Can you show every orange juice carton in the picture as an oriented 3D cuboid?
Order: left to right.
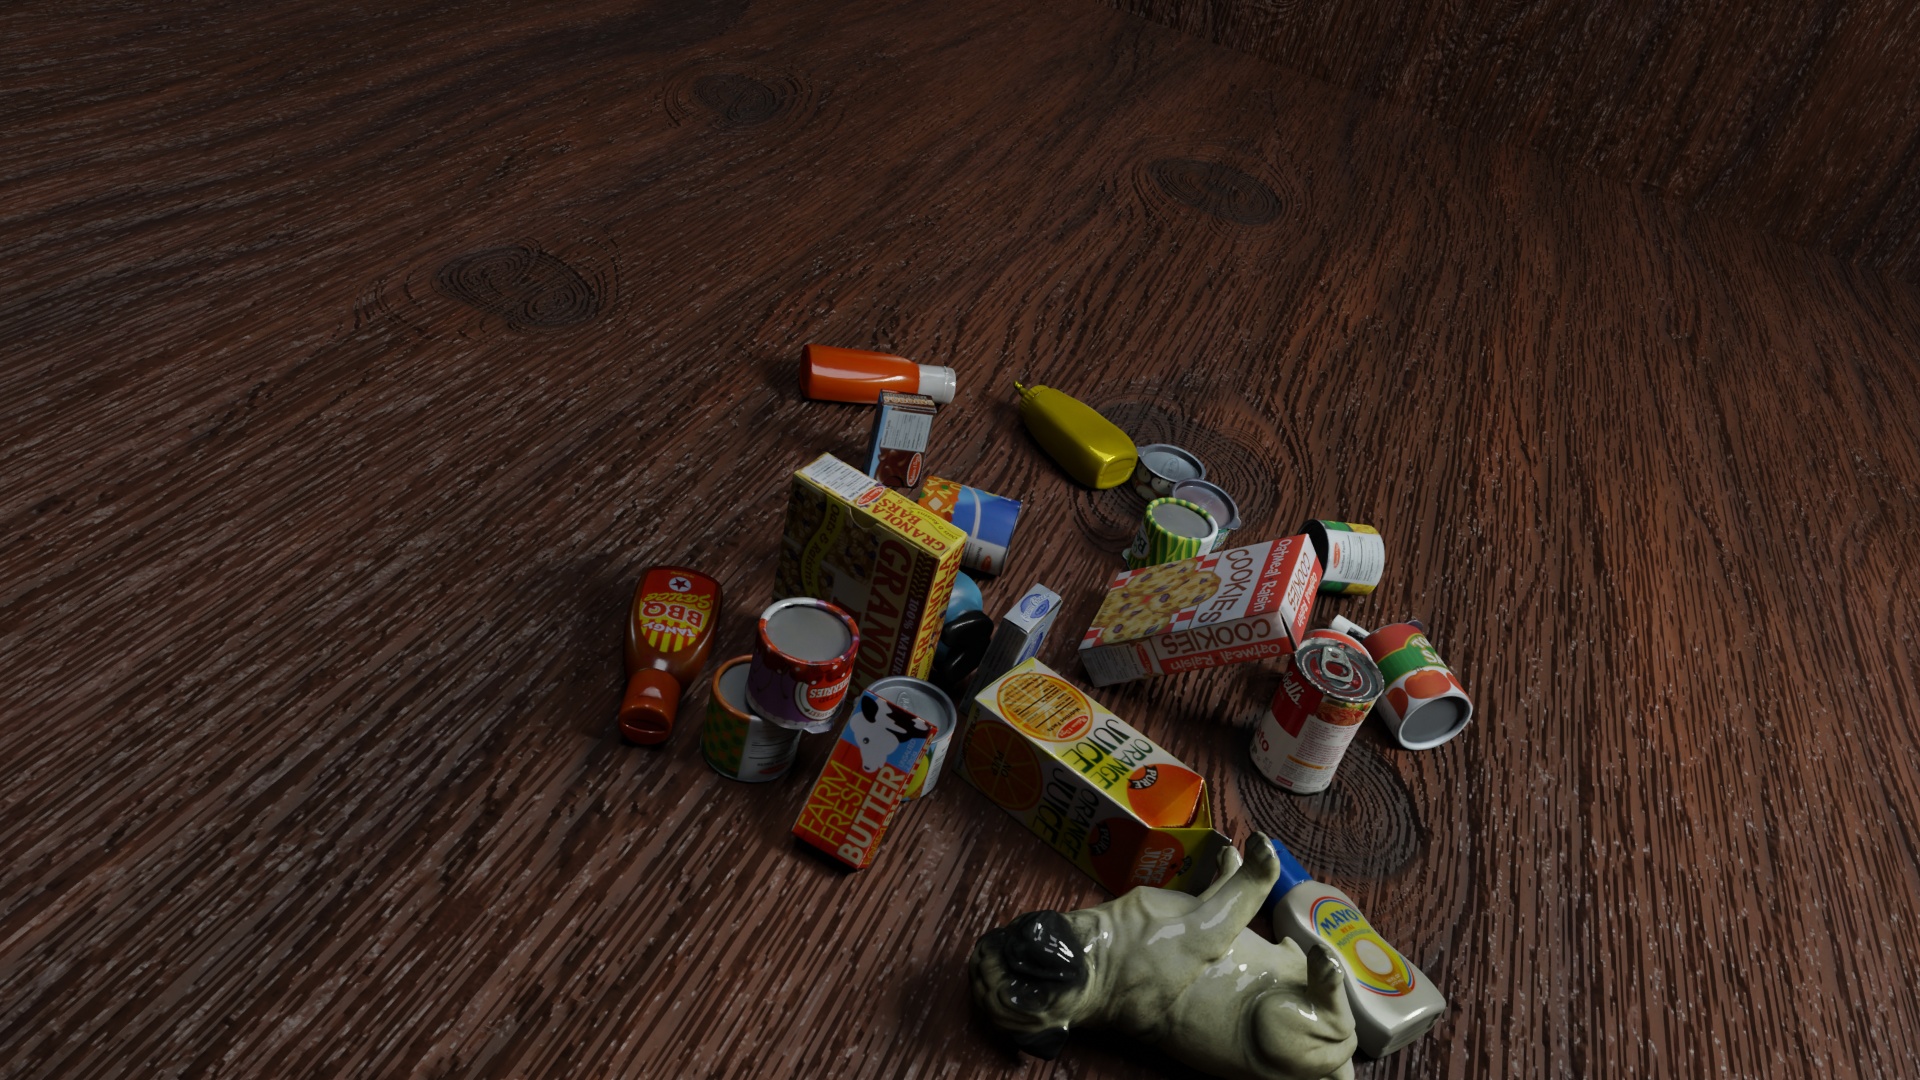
[{"bbox_3d":[0.094,0.170,0.944,0.193,0.071,0.073,34,39,24],"label":"orange juice carton"}]

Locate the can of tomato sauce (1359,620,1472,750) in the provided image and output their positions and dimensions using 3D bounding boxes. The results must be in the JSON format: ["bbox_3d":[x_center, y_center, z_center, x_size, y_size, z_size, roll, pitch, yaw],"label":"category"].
[{"bbox_3d":[0.367,0.117,1.129,0.071,0.070,0.083,2,38,-19],"label":"can of tomato sauce"}]

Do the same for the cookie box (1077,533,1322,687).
[{"bbox_3d":[0.190,0.055,1.089,0.167,0.040,0.123,-14,22,30],"label":"cookie box"}]

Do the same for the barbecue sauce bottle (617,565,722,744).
[{"bbox_3d":[-0.208,0.079,0.974,0.065,0.043,0.149,12,35,-8],"label":"barbecue sauce bottle"}]

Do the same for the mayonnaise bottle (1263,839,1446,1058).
[{"bbox_3d":[0.242,0.261,0.904,0.065,0.041,0.148,-12,44,-32],"label":"mayonnaise bottle"}]

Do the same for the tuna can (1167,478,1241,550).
[{"bbox_3d":[0.223,-0.022,1.288,0.071,0.032,0.071,11,45,-11],"label":"tuna can"}]

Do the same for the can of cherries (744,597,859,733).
[{"bbox_3d":[-0.100,0.080,0.897,0.071,0.058,0.072,11,35,-8],"label":"can of cherries"}]

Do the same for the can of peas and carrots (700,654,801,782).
[{"bbox_3d":[-0.140,0.117,0.935,0.071,0.058,0.071,11,35,-8],"label":"can of peas and carrots"}]

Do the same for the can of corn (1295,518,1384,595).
[{"bbox_3d":[0.342,0.016,1.266,0.058,0.070,0.071,6,36,-16],"label":"can of corn"}]

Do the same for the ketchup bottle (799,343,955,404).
[{"bbox_3d":[-0.080,-0.158,1.353,0.149,0.043,0.065,4,37,-17],"label":"ketchup bottle"}]

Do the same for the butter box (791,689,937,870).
[{"bbox_3d":[-0.061,0.153,0.891,0.053,0.103,0.024,25,-7,13],"label":"butter box"}]

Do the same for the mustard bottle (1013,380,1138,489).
[{"bbox_3d":[0.103,-0.111,1.356,0.065,0.048,0.161,-14,44,-36],"label":"mustard bottle"}]

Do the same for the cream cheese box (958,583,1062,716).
[{"bbox_3d":[0.036,0.084,1.013,0.024,0.103,0.053,34,39,13],"label":"cream cheese box"}]

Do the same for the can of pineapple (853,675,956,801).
[{"bbox_3d":[-0.043,0.135,0.950,0.071,0.057,0.071,11,35,-8],"label":"can of pineapple"}]

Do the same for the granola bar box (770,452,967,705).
[{"bbox_3d":[-0.071,0.038,0.980,0.124,0.164,0.039,30,39,19],"label":"granola bar box"}]

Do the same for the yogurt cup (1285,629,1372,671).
[{"bbox_3d":[0.290,0.113,1.112,0.072,0.072,0.054,28,44,16],"label":"yogurt cup"}]

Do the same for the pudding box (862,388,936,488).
[{"bbox_3d":[-0.055,-0.090,1.234,0.050,0.083,0.030,5,33,-15],"label":"pudding box"}]

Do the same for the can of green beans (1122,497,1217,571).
[{"bbox_3d":[0.187,0.003,1.224,0.071,0.057,0.071,11,35,-8],"label":"can of green beans"}]

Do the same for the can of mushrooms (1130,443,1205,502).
[{"bbox_3d":[0.198,-0.063,1.343,0.071,0.033,0.071,11,36,-8],"label":"can of mushrooms"}]

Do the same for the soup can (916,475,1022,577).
[{"bbox_3d":[0.004,-0.015,1.167,0.084,0.071,0.072,17,35,2],"label":"soup can"}]
